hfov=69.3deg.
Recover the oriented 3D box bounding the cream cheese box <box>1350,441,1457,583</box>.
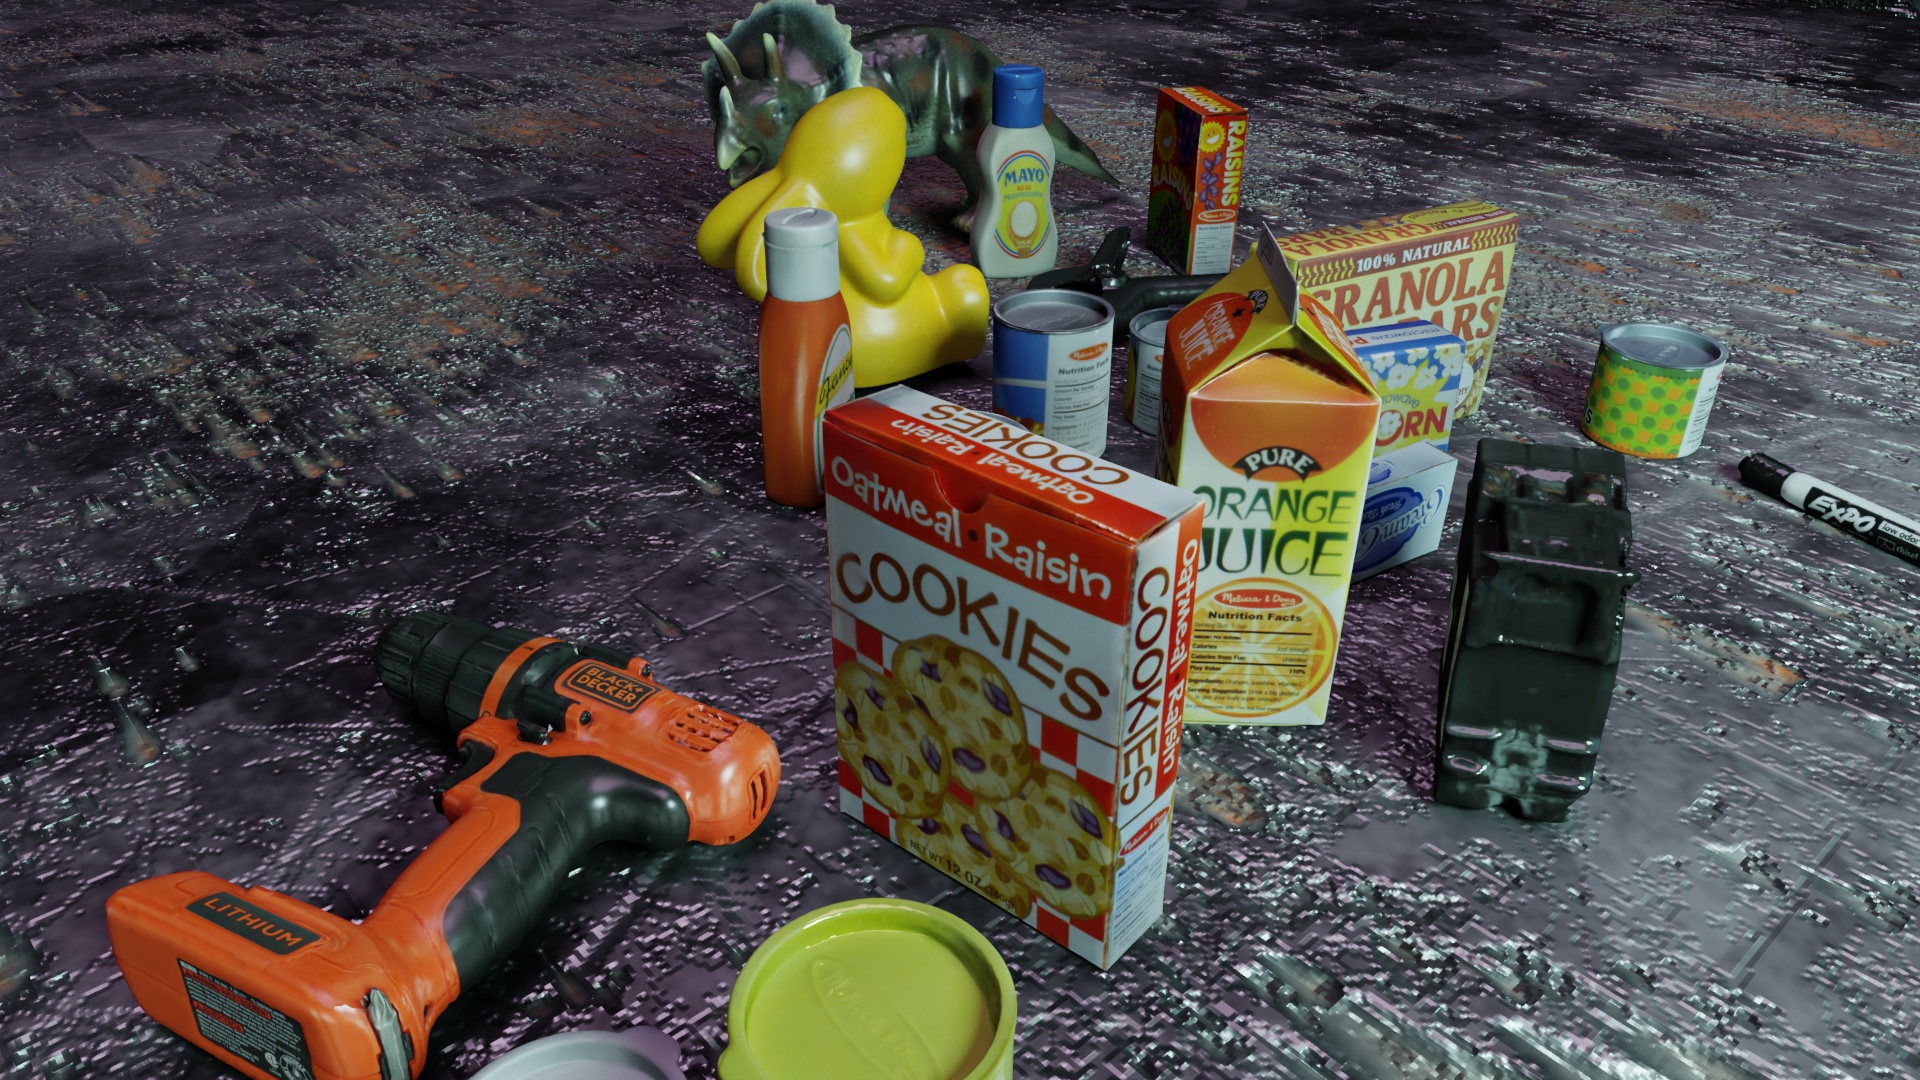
[{"bbox_3d":[0.192,-0.009,0.667,0.104,0.053,0.024,-18,35,-29],"label":"cream cheese box"}]

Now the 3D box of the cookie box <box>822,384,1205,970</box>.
[{"bbox_3d":[0.012,0.045,0.462,0.123,0.166,0.040,23,37,34],"label":"cookie box"}]

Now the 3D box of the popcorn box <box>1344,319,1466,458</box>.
[{"bbox_3d":[0.198,-0.064,0.731,0.127,0.084,0.038,-10,32,-17],"label":"popcorn box"}]

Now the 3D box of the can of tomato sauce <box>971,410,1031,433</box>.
[{"bbox_3d":[0.002,-0.008,0.634,0.071,0.082,0.071,0,30,0],"label":"can of tomato sauce"}]

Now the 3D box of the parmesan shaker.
[{"bbox_3d":[-0.023,0.151,0.344,0.071,0.102,0.071,0,30,0],"label":"parmesan shaker"}]

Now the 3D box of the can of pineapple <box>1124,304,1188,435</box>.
[{"bbox_3d":[0.131,-0.100,0.817,0.071,0.057,0.071,0,30,0],"label":"can of pineapple"}]

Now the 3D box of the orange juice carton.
[{"bbox_3d":[0.116,-0.023,0.554,0.073,0.191,0.072,1,30,1],"label":"orange juice carton"}]

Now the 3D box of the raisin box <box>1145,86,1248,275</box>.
[{"bbox_3d":[0.176,-0.269,1.041,0.040,0.122,0.086,-7,31,-12],"label":"raisin box"}]

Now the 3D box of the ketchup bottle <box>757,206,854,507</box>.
[{"bbox_3d":[-0.080,-0.094,0.715,0.043,0.148,0.065,11,32,18],"label":"ketchup bottle"}]

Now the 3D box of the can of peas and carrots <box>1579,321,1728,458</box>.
[{"bbox_3d":[0.395,-0.087,0.799,0.071,0.058,0.071,0,30,0],"label":"can of peas and carrots"}]

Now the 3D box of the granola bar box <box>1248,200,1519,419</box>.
[{"bbox_3d":[0.233,-0.117,0.782,0.166,0.123,0.039,-16,34,-26],"label":"granola bar box"}]

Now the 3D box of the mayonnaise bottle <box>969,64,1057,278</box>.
[{"bbox_3d":[0.040,-0.267,1.012,0.065,0.147,0.041,-9,31,-16],"label":"mayonnaise bottle"}]

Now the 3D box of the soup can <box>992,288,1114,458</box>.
[{"bbox_3d":[0.049,-0.091,0.775,0.071,0.083,0.072,0,30,0],"label":"soup can"}]

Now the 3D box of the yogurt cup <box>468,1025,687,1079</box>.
[{"bbox_3d":[-0.099,0.171,0.357,0.072,0.053,0.073,0,30,0],"label":"yogurt cup"}]
